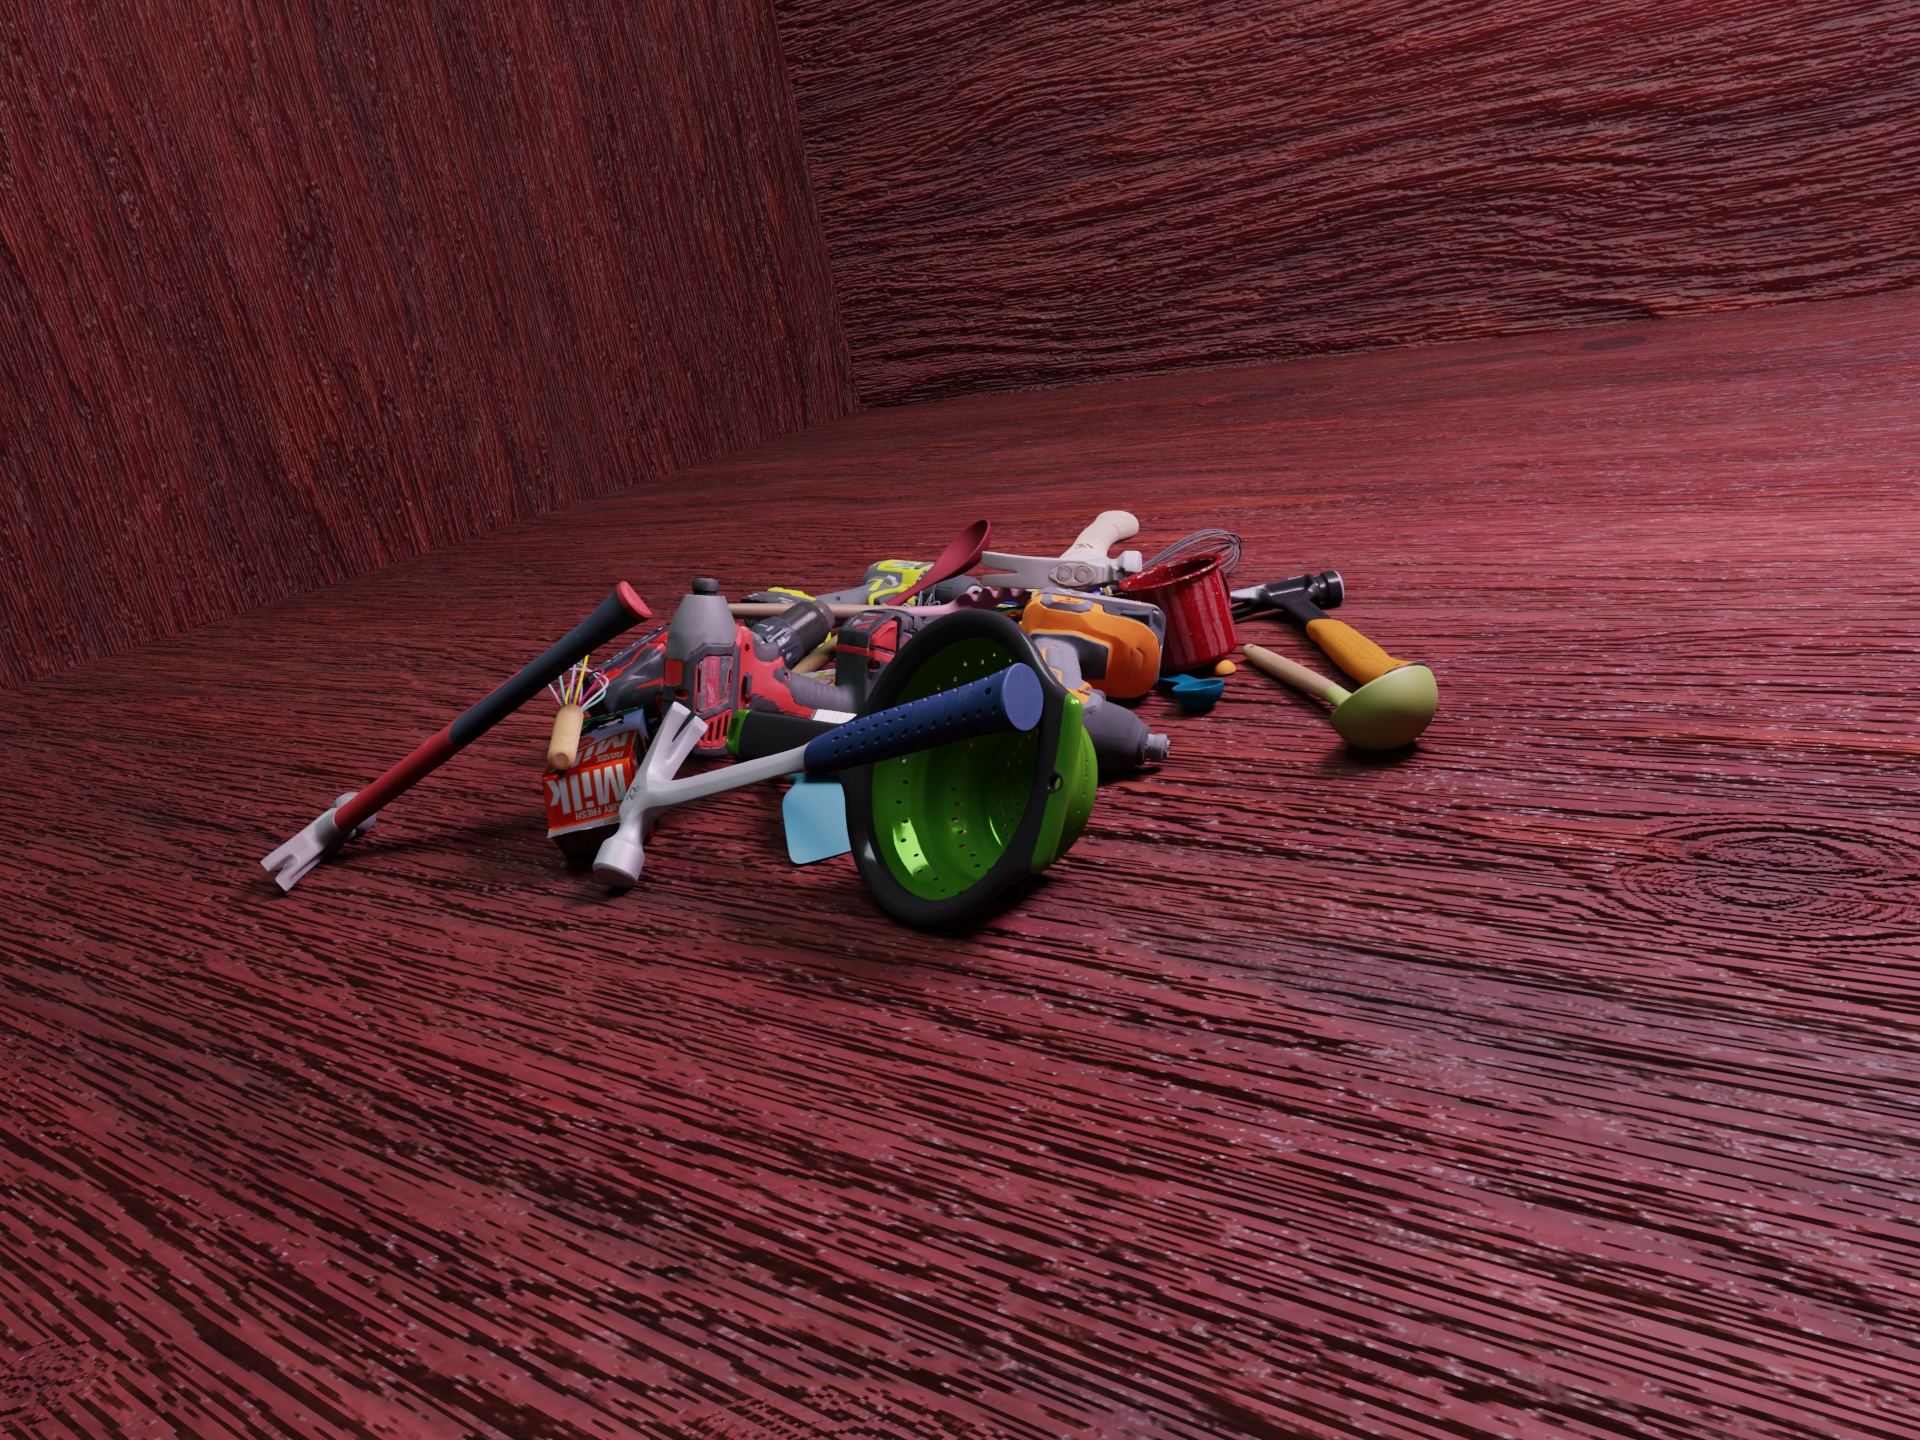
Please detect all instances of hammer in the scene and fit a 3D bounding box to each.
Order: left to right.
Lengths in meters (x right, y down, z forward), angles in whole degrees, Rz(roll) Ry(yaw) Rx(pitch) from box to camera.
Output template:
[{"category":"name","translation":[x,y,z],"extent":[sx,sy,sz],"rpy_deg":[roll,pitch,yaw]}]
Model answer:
[{"category":"hammer","translation":[-0.413,0.010,1.316],"extent":[0.386,0.038,0.143],"rpy_deg":[-34,11,17]},{"category":"hammer","translation":[-0.104,0.020,1.066],"extent":[0.405,0.035,0.144],"rpy_deg":[-15,47,43]},{"category":"hammer","translation":[0.125,-0.178,1.625],"extent":[0.146,0.038,0.411],"rpy_deg":[2,13,10]},{"category":"hammer","translation":[0.310,-0.071,1.351],"extent":[0.127,0.034,0.337],"rpy_deg":[-12,17,-2]}]

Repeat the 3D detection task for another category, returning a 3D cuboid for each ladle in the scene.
[{"category":"ladle","translation":[-0.091,-0.095,1.552],"extent":[0.315,0.031,0.069],"rpy_deg":[-37,22,-10]},{"category":"ladle","translation":[0.276,-0.037,1.234],"extent":[0.078,0.062,0.320],"rpy_deg":[-23,16,-5]}]

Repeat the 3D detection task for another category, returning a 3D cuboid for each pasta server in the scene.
[{"category":"pasta server","translation":[-0.078,-0.101,1.507],"extent":[0.316,0.060,0.040],"rpy_deg":[1,8,3]}]

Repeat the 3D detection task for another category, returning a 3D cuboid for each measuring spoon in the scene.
[{"category":"measuring spoon","translation":[0.187,-0.024,1.328],"extent":[0.042,0.021,0.129],"rpy_deg":[-11,8,-7]},{"category":"measuring spoon","translation":[0.224,-0.061,1.413],"extent":[0.021,0.011,0.117],"rpy_deg":[-12,17,1]}]

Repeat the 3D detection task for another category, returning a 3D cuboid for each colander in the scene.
[{"category":"colander","translation":[-0.029,0.030,1.096],"extent":[0.094,0.204,0.397],"rpy_deg":[15,-5,-38]}]

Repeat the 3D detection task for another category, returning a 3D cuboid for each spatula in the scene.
[{"category":"spatula","translation":[-0.138,0.052,1.289],"extent":[0.082,0.044,0.318],"rpy_deg":[-17,13,-17]}]

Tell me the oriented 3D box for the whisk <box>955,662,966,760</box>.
[{"category":"whisk","translation":[-0.002,-0.004,1.346],"extent":[0.059,0.057,0.246],"rpy_deg":[-45,19,8]}]

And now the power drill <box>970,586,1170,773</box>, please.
[{"category":"power drill","translation":[0.099,-0.026,1.263],"extent":[0.164,0.084,0.226],"rpy_deg":[11,27,14]}]

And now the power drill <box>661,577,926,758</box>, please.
[{"category":"power drill","translation":[-0.140,-0.043,1.309],"extent":[0.219,0.143,0.079],"rpy_deg":[-1,6,-34]}]

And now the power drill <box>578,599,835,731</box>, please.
[{"category":"power drill","translation":[-0.233,-0.047,1.466],"extent":[0.188,0.080,0.227],"rpy_deg":[-38,20,-31]}]

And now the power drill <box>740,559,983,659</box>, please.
[{"category":"power drill","translation":[-0.102,-0.120,1.718],"extent":[0.228,0.080,0.191],"rpy_deg":[-19,18,-31]}]

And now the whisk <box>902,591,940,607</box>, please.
[{"category":"whisk","translation":[-0.051,-0.057,1.527],"extent":[0.070,0.070,0.285],"rpy_deg":[-10,23,8]}]

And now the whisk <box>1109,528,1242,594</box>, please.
[{"category":"whisk","translation":[0.183,-0.150,1.674],"extent":[0.239,0.055,0.055],"rpy_deg":[-17,17,1]}]

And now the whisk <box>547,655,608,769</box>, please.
[{"category":"whisk","translation":[-0.326,-0.008,1.333],"extent":[0.047,0.051,0.245],"rpy_deg":[-36,22,4]}]
